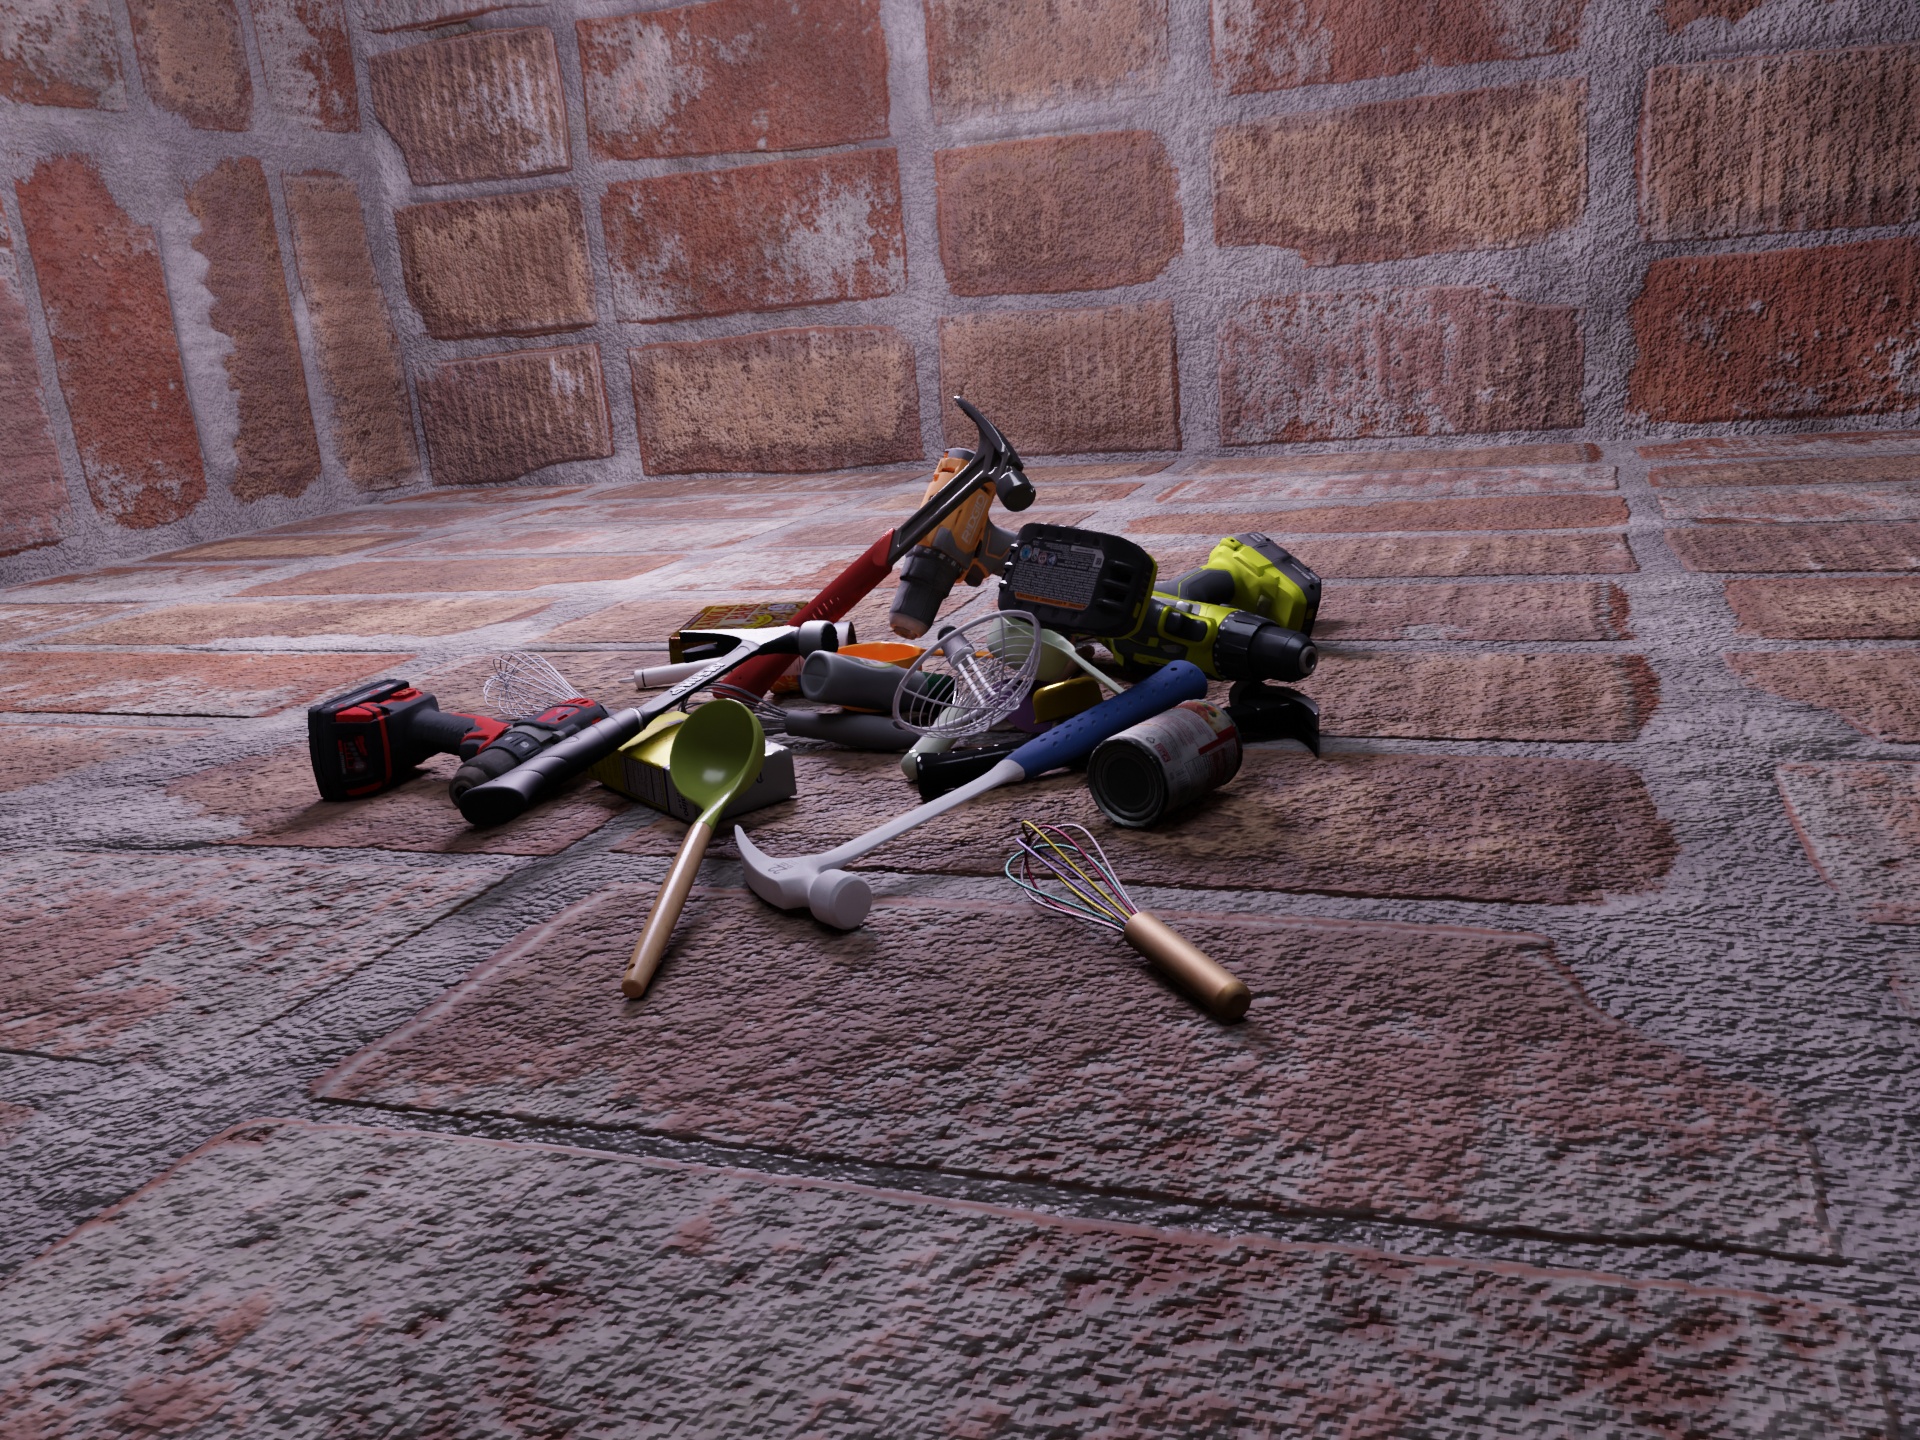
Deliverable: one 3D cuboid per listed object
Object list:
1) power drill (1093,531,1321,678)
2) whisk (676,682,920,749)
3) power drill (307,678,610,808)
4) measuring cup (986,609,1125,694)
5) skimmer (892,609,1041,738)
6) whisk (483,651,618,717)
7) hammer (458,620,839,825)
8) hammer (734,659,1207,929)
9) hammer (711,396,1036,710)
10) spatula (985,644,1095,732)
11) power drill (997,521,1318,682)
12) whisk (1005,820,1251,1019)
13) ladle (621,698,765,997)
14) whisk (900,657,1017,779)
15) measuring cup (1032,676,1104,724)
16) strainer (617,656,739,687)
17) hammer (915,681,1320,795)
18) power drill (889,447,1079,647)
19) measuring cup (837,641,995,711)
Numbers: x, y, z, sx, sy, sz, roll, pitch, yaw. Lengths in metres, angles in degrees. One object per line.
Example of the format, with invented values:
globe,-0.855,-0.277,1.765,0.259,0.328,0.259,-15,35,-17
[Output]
power drill,0.234,-0.105,1.547,0.223,0.080,0.171,-16,43,-29
whisk,-0.143,0.002,1.373,0.239,0.055,0.055,7,18,22
power drill,-0.423,0.026,1.310,0.227,0.080,0.188,3,17,17
measuring cup,0.089,-0.040,1.367,0.168,0.038,0.083,38,17,33
skimmer,-0.007,-0.061,1.290,0.127,0.090,0.363,-37,14,3
whisk,-0.357,-0.014,1.473,0.070,0.070,0.285,-18,25,-40
hammer,-0.256,-0.008,1.276,0.149,0.036,0.409,1,20,25
hammer,0.024,0.037,1.121,0.405,0.035,0.144,-25,24,-36
hammer,-0.093,-0.138,1.461,0.359,0.036,0.149,-41,47,13
spatula,0.084,-0.035,1.460,0.060,0.018,0.316,42,21,4
power drill,0.160,-0.084,1.279,0.228,0.080,0.191,18,-1,-44
whisk,0.089,0.109,0.907,0.051,0.047,0.245,-9,19,-21
ladle,-0.181,0.076,1.030,0.078,0.062,0.320,-31,19,16
whisk,-0.002,-0.004,1.346,0.059,0.057,0.246,35,27,3
measuring cup,0.088,-0.017,1.326,0.062,0.029,0.156,-14,0,3
strainer,-0.224,-0.061,1.635,0.258,0.050,0.087,-9,0,-3
hammer,0.124,0.017,1.246,0.334,0.035,0.146,-10,15,-17
power drill,0.028,-0.131,1.544,0.084,0.185,0.226,10,-17,43
measuring cup,-0.036,-0.039,1.476,0.173,0.052,0.095,0,15,2
